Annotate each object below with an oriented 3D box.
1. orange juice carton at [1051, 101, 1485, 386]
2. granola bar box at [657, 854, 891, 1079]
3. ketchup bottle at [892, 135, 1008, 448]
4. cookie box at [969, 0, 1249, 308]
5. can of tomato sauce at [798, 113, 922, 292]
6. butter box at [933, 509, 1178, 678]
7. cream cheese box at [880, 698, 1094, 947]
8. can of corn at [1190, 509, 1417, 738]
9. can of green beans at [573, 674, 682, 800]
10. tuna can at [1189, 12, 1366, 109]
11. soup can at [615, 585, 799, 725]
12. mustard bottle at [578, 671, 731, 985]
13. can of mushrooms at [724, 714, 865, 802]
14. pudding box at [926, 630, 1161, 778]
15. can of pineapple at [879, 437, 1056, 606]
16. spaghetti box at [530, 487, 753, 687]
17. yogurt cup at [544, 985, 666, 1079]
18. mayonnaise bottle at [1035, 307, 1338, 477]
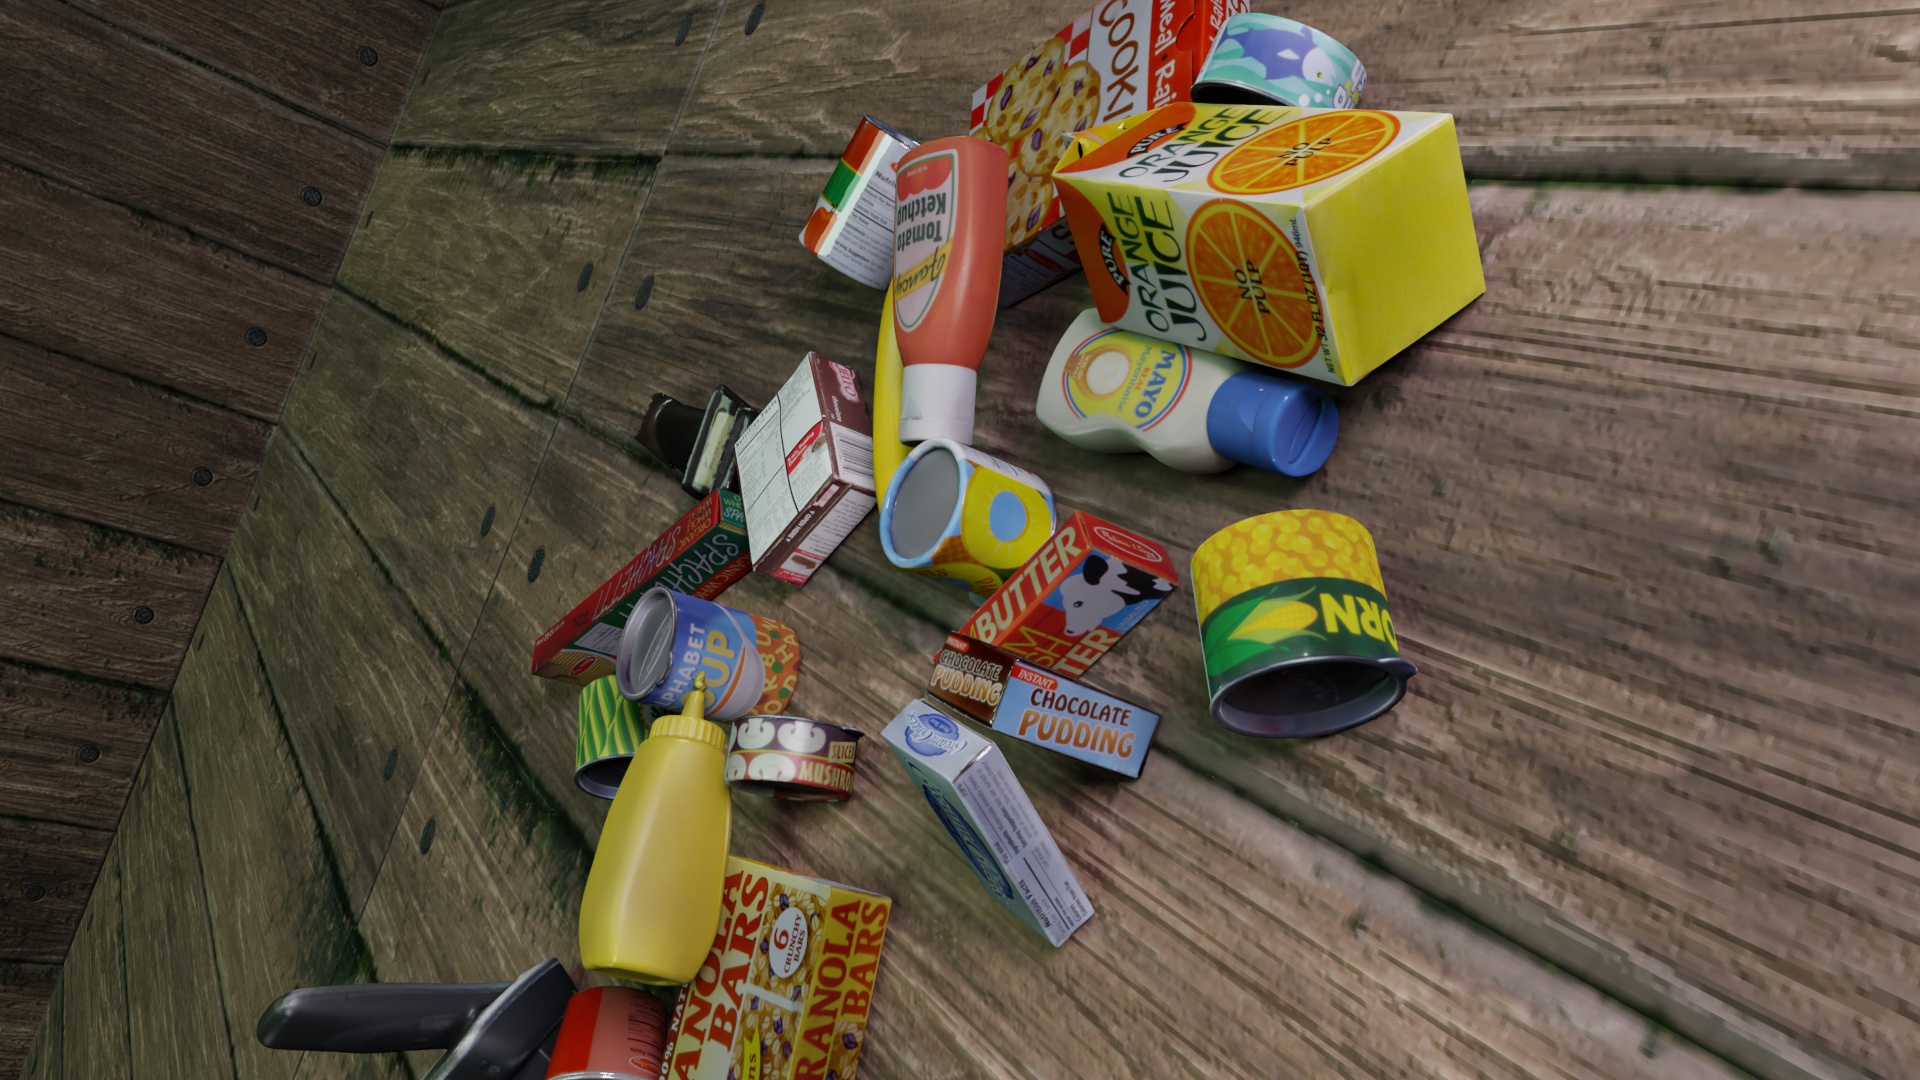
[{"bbox_3d":[0.104,-0.126,0.556,0.073,0.071,0.193,-34,31,-18],"label":"orange juice carton"},{"bbox_3d":[-0.098,0.246,0.681,0.124,0.039,0.166,-5,69,53],"label":"granola bar box"},{"bbox_3d":[-0.008,-0.120,0.689,0.064,0.043,0.149,-3,82,51],"label":"ketchup bottle"},{"bbox_3d":[0.068,-0.205,0.694,0.167,0.040,0.123,-20,57,47],"label":"cookie box"},{"bbox_3d":[-0.049,-0.200,0.825,0.083,0.071,0.071,-58,36,16],"label":"can of tomato sauce"},{"bbox_3d":[0.039,0.035,0.596,0.103,0.053,0.024,-47,39,28],"label":"butter box"},{"bbox_3d":[0.012,0.113,0.556,0.024,0.103,0.053,-41,32,-19],"label":"cream cheese box"},{"bbox_3d":[0.118,0.029,0.484,0.071,0.071,0.058,-33,48,40],"label":"can of corn"},{"bbox_3d":[-0.204,0.122,0.863,0.071,0.071,0.058,-37,46,37],"label":"can of green beans"},{"bbox_3d":[0.134,-0.188,0.577,0.071,0.071,0.033,28,95,55],"label":"tuna can"},{"bbox_3d":[-0.143,0.070,0.793,0.071,0.084,0.071,-28,52,43],"label":"soup can"},{"bbox_3d":[-0.149,0.144,0.716,0.048,0.065,0.161,-23,49,43],"label":"mustard bottle"},{"bbox_3d":[-0.084,0.112,0.710,0.071,0.071,0.033,-18,59,48],"label":"can of mushrooms"},{"bbox_3d":[0.034,0.067,0.561,0.049,0.083,0.030,17,84,55],"label":"pudding box"},{"bbox_3d":[0.002,-0.008,0.663,0.070,0.058,0.071,-28,52,43],"label":"can of pineapple"},{"bbox_3d":[-0.206,0.037,0.923,0.249,0.050,0.029,-34,49,39],"label":"spaghetti box"},{"bbox_3d":[-0.194,0.283,0.769,0.072,0.072,0.054,-39,37,36],"label":"yogurt cup"},{"bbox_3d":[0.093,-0.059,0.584,0.148,0.041,0.064,25,90,55],"label":"mayonnaise bottle"}]
